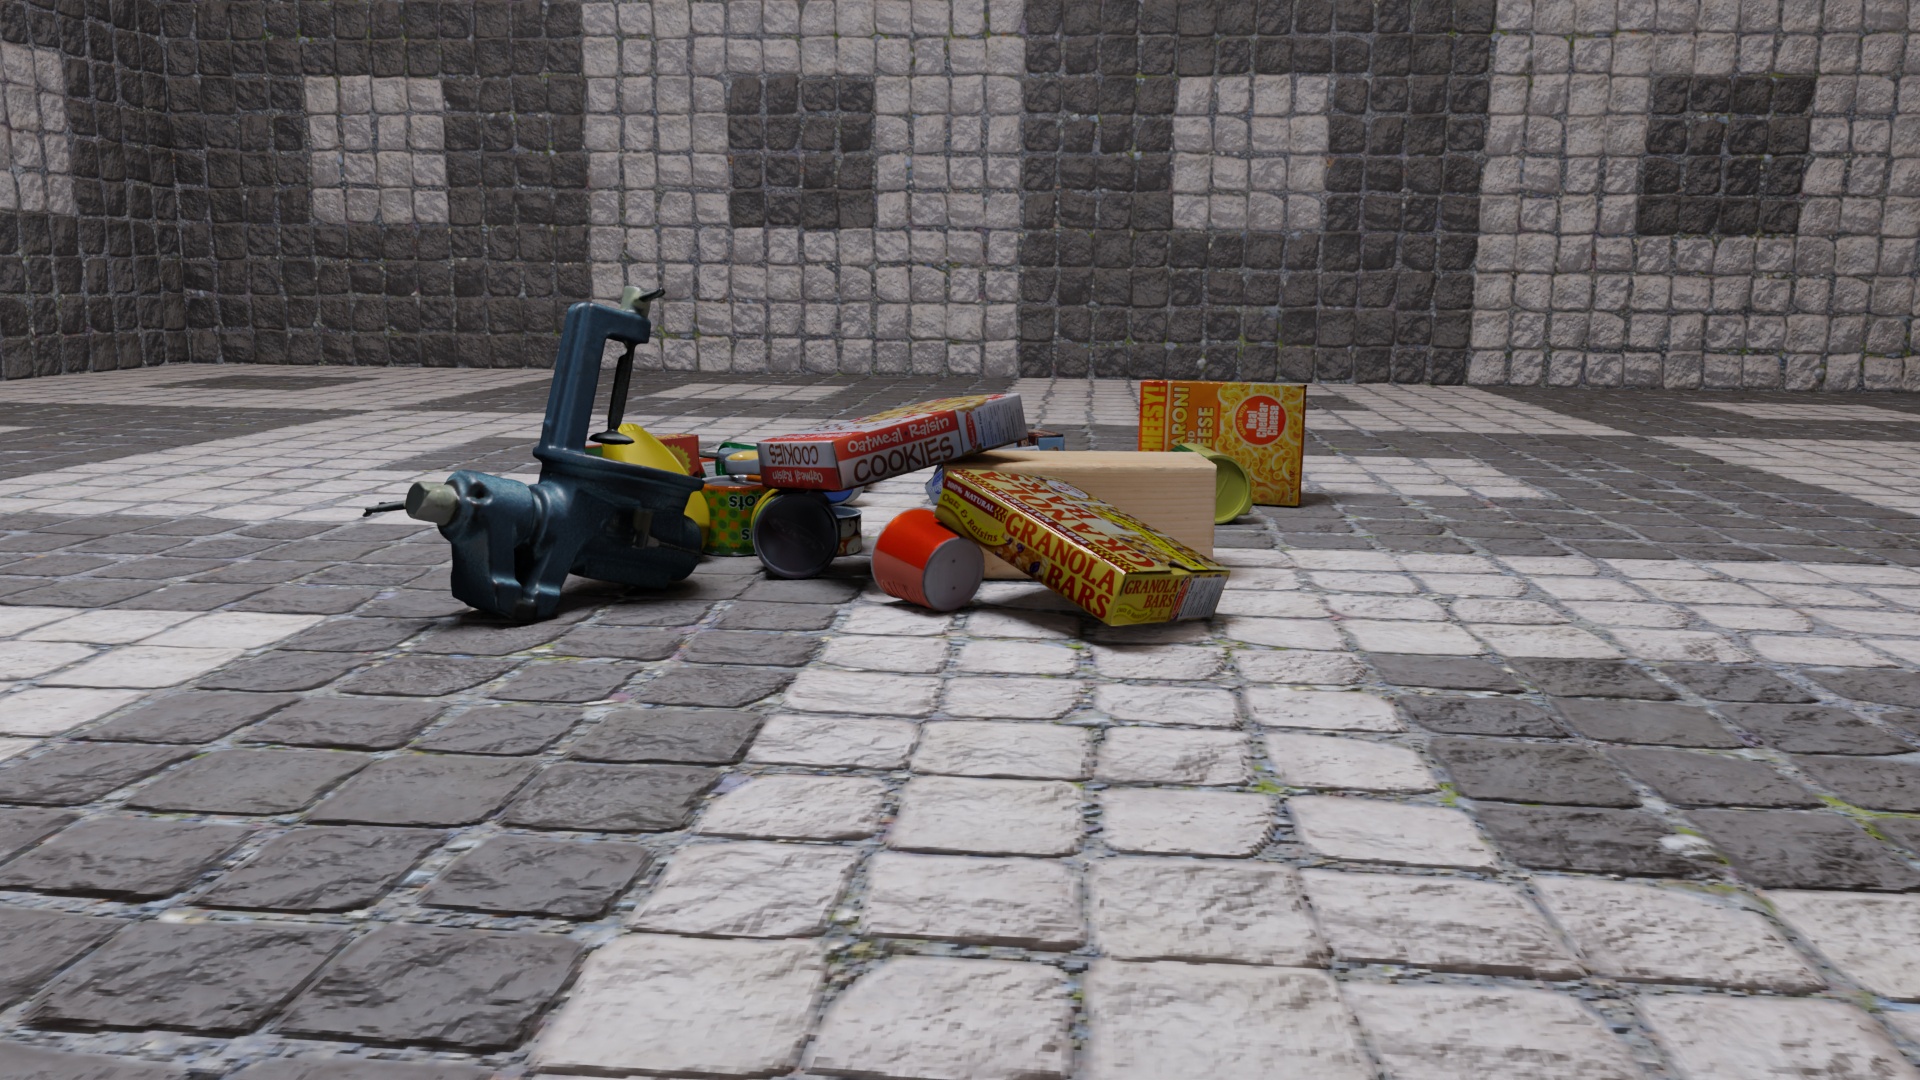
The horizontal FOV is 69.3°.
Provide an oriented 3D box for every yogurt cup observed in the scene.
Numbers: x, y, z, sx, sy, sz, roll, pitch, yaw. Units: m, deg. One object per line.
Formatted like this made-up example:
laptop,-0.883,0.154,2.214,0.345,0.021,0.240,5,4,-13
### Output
yogurt cup,-0.020,0.016,0.964,0.072,0.072,0.054,-8,21,-38

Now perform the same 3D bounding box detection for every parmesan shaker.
parmesan shaker,0.237,-0.055,1.349,0.071,0.071,0.103,0,10,-6

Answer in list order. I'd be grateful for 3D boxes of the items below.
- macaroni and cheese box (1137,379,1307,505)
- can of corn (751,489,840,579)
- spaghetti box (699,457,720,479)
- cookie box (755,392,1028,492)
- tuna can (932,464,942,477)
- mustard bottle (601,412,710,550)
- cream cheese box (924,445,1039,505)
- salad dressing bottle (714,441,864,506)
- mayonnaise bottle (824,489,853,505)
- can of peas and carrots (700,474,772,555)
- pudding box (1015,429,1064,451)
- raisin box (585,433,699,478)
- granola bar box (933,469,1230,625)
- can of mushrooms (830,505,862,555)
macaroni and cheese box,0.270,-0.103,1.440,0.166,0.123,0.040,4,8,19
can of corn,-0.127,-0.010,1.072,0.071,0.071,0.058,-1,10,-11
spaghetti box,-0.267,-0.049,1.304,0.251,0.050,0.028,-10,-19,-44
cookie box,-0.053,-0.074,1.053,0.168,0.040,0.123,-17,12,-32
tuna can,0.010,-0.056,1.334,0.071,0.071,0.033,2,10,8
mustard bottle,-0.259,-0.051,1.140,0.065,0.048,0.161,-5,46,-35
cream cheese box,0.023,-0.060,1.261,0.104,0.024,0.053,-10,-22,-40
salad dressing bottle,-0.165,-0.069,1.351,0.148,0.064,0.044,7,-9,-35
mayonnaise bottle,-0.144,-0.045,1.251,0.065,0.041,0.148,-2,-3,-31
can of peas and carrots,-0.185,-0.021,1.157,0.071,0.058,0.071,0,11,0
pudding box,0.075,-0.062,1.317,0.030,0.083,0.050,-4,11,-23
raisin box,-0.289,-0.048,1.217,0.040,0.086,0.124,8,13,44
granola bar box,0.082,0.002,0.943,0.166,0.039,0.124,32,20,37
can of mushrooms,-0.115,-0.008,1.160,0.071,0.033,0.071,1,10,0
